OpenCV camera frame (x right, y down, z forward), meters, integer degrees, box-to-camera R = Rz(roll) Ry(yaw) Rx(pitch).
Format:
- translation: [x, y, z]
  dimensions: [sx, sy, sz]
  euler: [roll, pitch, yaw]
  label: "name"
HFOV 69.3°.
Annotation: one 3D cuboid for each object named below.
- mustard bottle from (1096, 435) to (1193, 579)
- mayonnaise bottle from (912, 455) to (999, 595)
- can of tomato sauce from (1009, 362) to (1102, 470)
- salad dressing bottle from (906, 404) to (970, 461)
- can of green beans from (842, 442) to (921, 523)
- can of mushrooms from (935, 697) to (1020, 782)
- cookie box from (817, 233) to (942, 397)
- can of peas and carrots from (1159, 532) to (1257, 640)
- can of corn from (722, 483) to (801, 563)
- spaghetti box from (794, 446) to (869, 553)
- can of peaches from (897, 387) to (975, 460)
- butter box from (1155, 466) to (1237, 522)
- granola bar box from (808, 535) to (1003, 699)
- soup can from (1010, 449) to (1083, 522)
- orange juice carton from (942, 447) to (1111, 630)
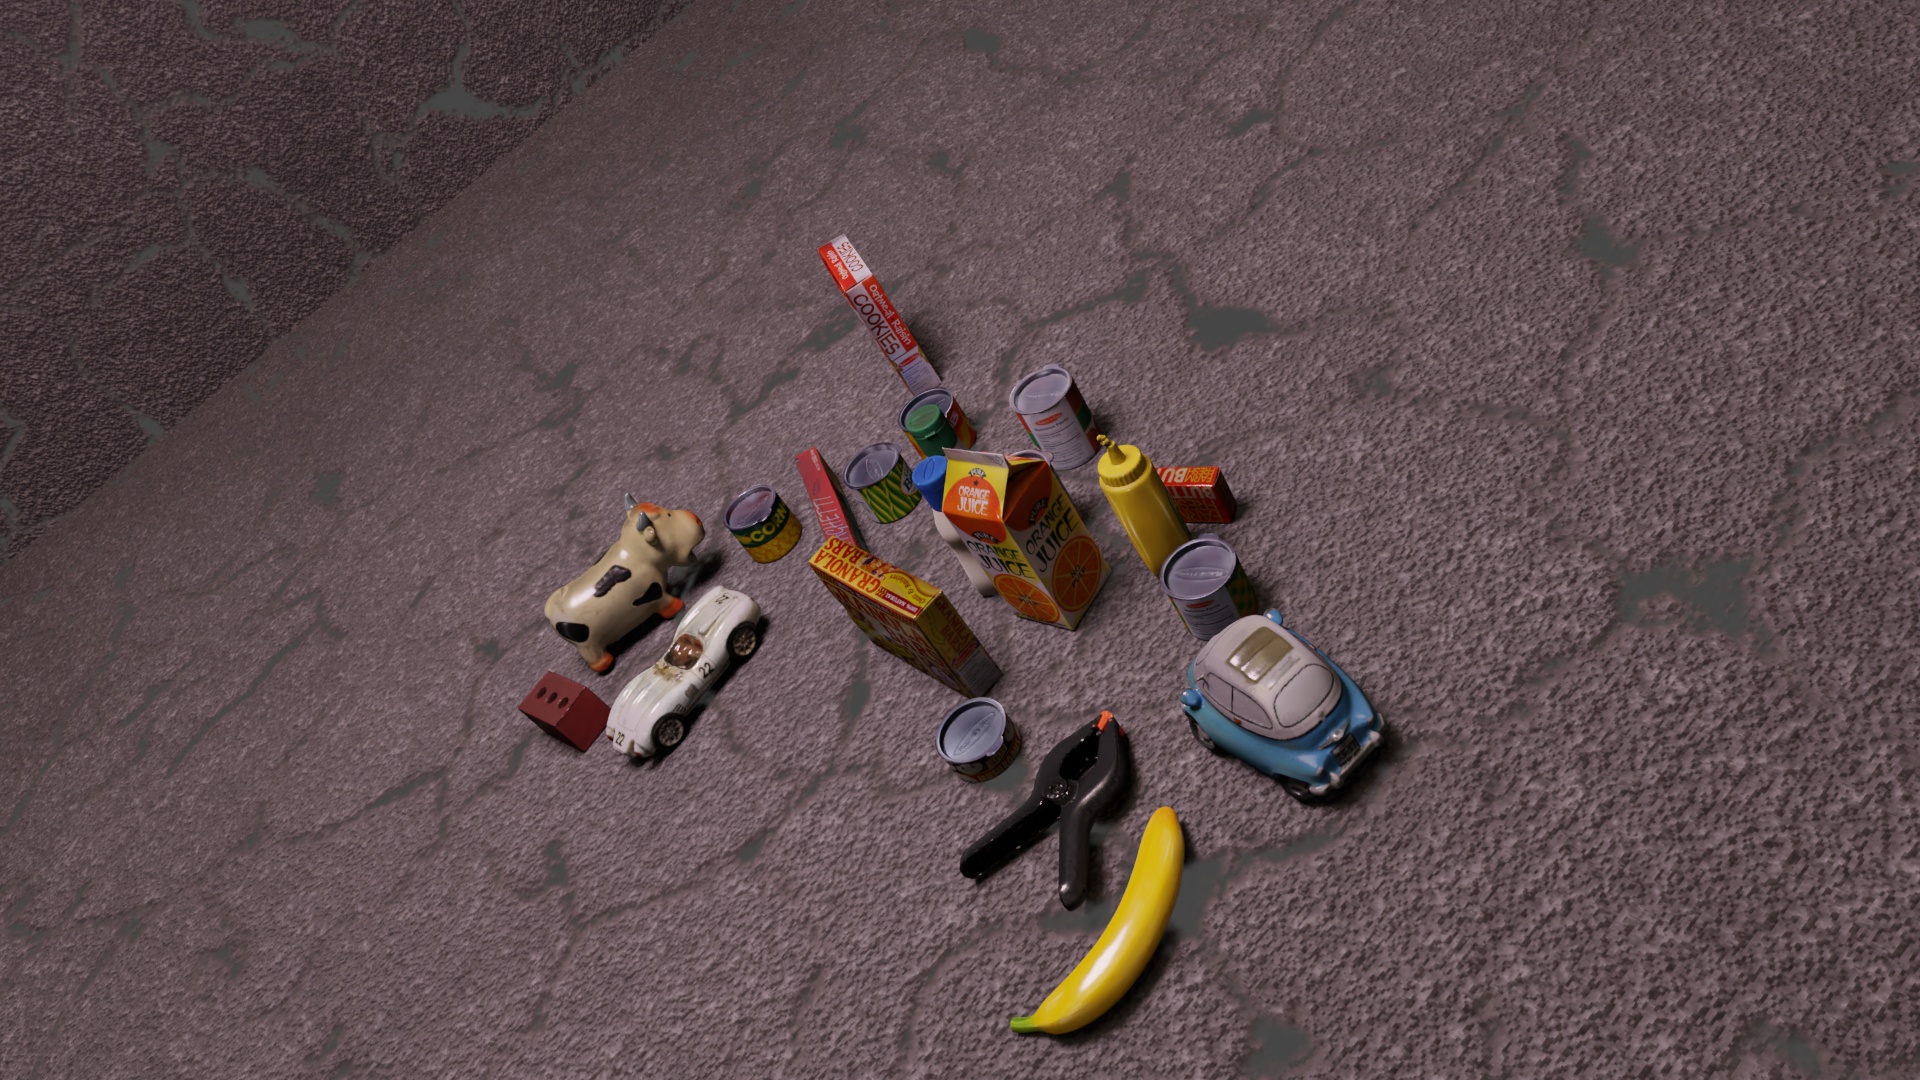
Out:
- translation: [0.154, -0.034, 1.183]
  dimensions: [0.049, 0.159, 0.065]
  euler: [-29, 39, 7]
  label: "mustard bottle"
- translation: [0.005, -0.016, 1.281]
  dimensions: [0.041, 0.147, 0.065]
  euler: [-14, 43, 24]
  label: "mayonnaise bottle"
- translation: [0.096, -0.122, 1.379]
  dimensions: [0.071, 0.082, 0.071]
  euler: [-20, 41, 18]
  label: "can of tomato sauce"
- translation: [-0.002, -0.068, 1.340]
  dimensions: [0.064, 0.147, 0.044]
  euler: [-28, 39, 9]
  label: "salad dressing bottle"
- translation: [-0.081, -0.060, 1.460]
  dimensions: [0.071, 0.057, 0.071]
  euler: [-20, 41, 18]
  label: "can of green beans"
- translation: [0.017, 0.169, 1.169]
  dimensions: [0.071, 0.033, 0.071]
  euler: [-20, 41, 18]
  label: "can of mushrooms"
- translation: [-0.093, -0.255, 1.586]
  dimensions: [0.040, 0.167, 0.123]
  euler: [-33, 38, 1]
  label: "cookie box"
- translation: [0.207, 0.039, 1.151]
  dimensions: [0.071, 0.058, 0.071]
  euler: [-20, 41, 18]
  label: "can of peas and carrots"
- translation: [-0.213, -0.017, 1.509]
  dimensions: [0.071, 0.058, 0.071]
  euler: [-20, 41, 18]
  label: "can of corn"
- translation: [-0.126, -0.014, 1.450]
  dimensions: [0.028, 0.050, 0.251]
  euler: [-32, 38, 3]
  label: "spaghetti box"
- translation: [-0.024, -0.119, 1.482]
  dimensions: [0.071, 0.058, 0.071]
  euler: [-20, 41, 18]
  label: "can of peaches"
- translation: [0.193, -0.041, 1.249]
  dimensions: [0.103, 0.053, 0.024]
  euler: [1, 50, 36]
  label: "butter box"
- translation: [-0.051, 0.070, 1.249]
  dimensions: [0.039, 0.123, 0.166]
  euler: [-48, 40, -16]
  label: "granola bar box"
- translation: [0.073, -0.035, 1.303]
  dimensions: [0.071, 0.083, 0.072]
  euler: [-20, 41, 18]
  label: "soup can"
- translation: [0.052, -0.012, 1.207]
  dimensions: [0.072, 0.192, 0.073]
  euler: [12, 57, 43]
  label: "orange juice carton"
